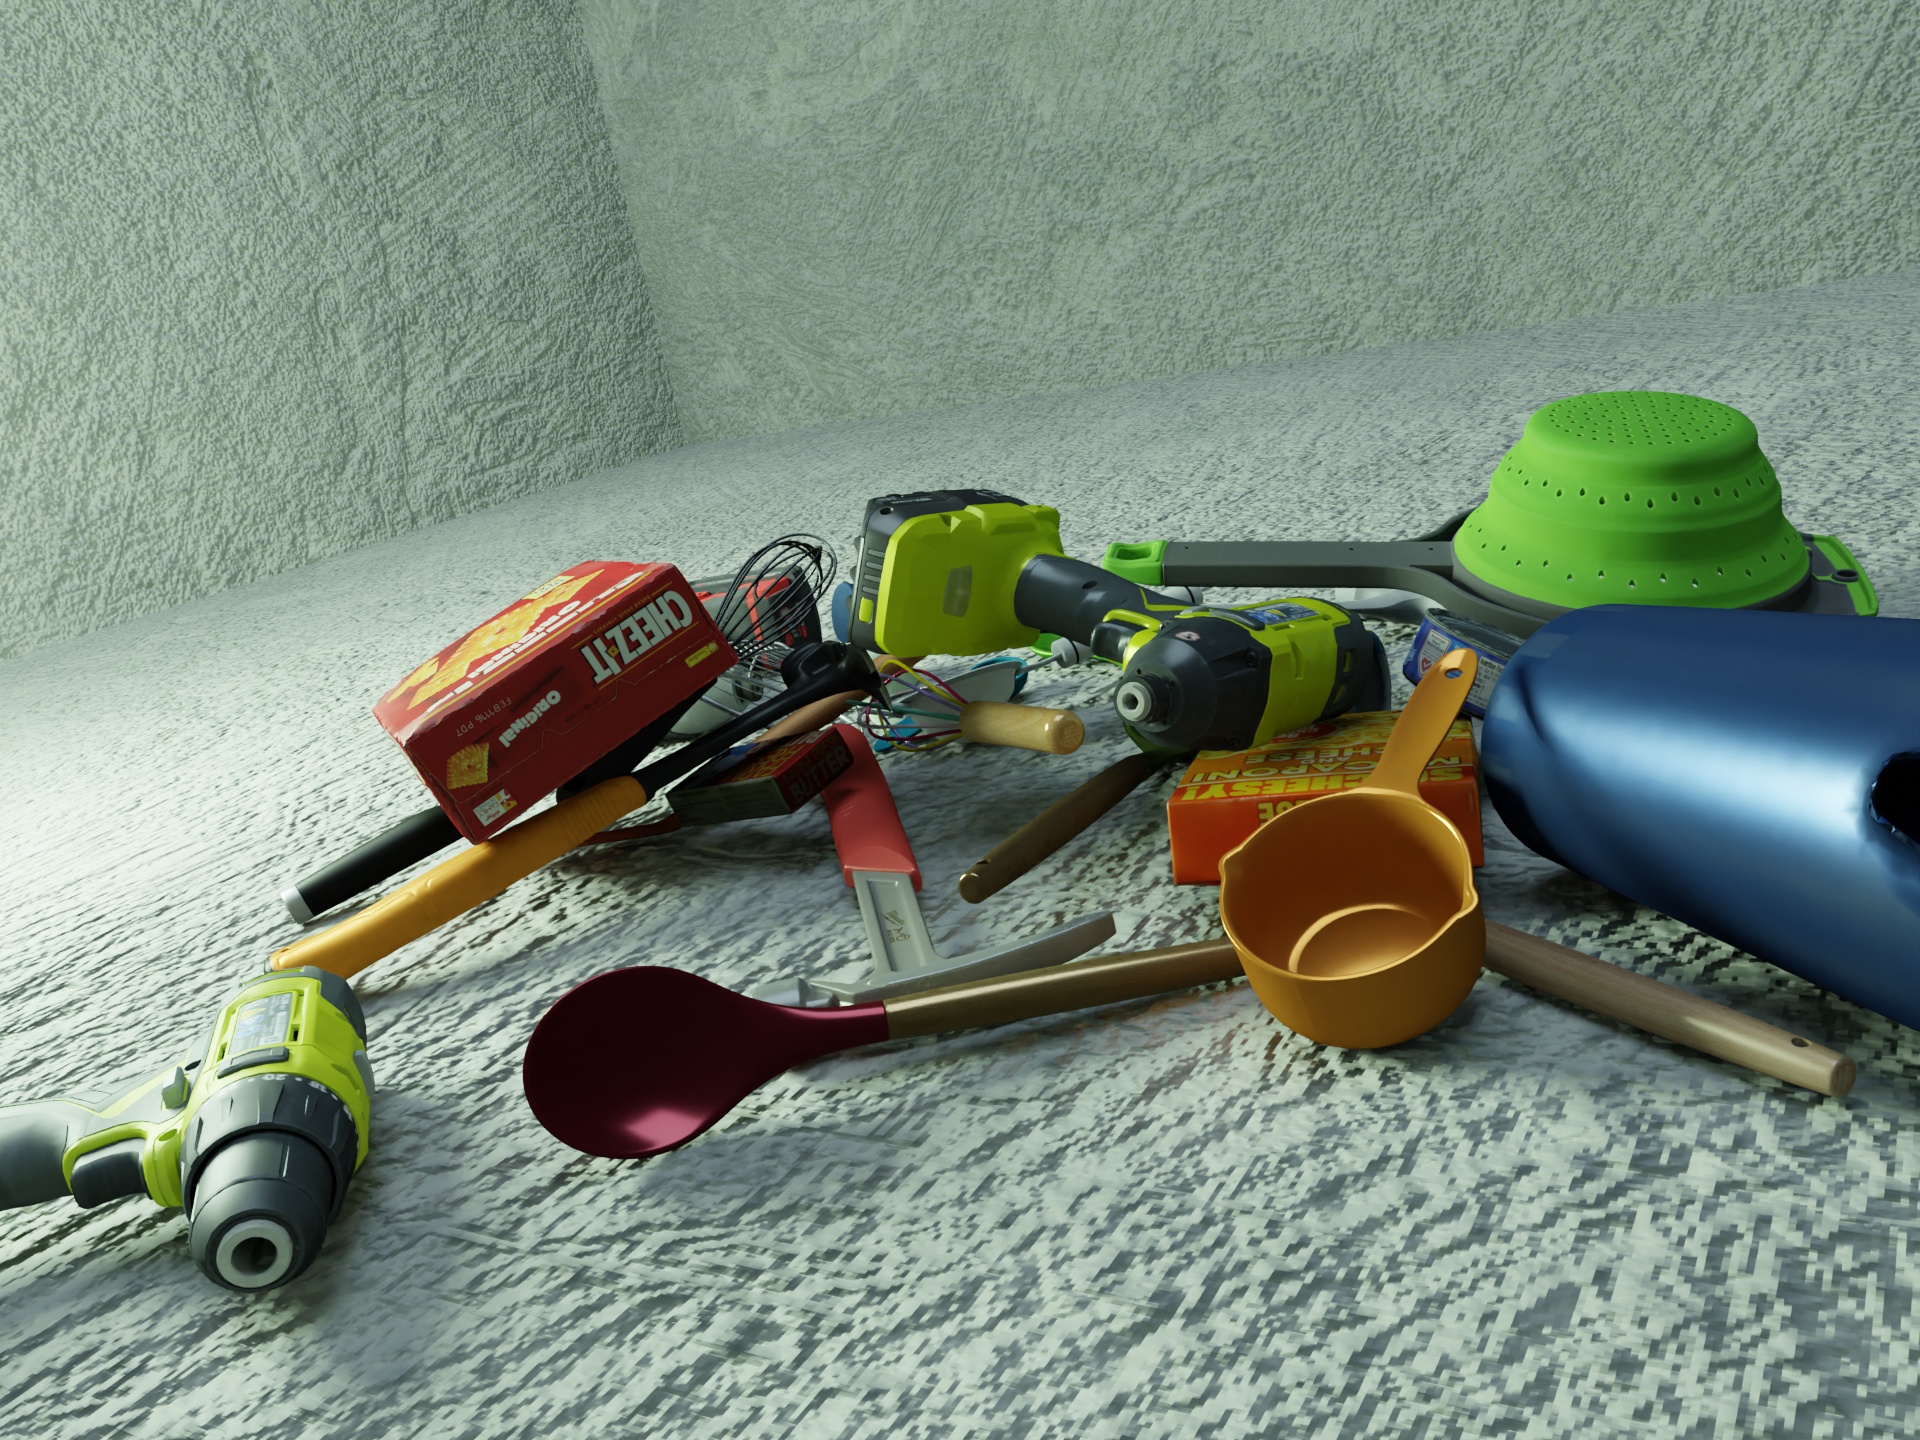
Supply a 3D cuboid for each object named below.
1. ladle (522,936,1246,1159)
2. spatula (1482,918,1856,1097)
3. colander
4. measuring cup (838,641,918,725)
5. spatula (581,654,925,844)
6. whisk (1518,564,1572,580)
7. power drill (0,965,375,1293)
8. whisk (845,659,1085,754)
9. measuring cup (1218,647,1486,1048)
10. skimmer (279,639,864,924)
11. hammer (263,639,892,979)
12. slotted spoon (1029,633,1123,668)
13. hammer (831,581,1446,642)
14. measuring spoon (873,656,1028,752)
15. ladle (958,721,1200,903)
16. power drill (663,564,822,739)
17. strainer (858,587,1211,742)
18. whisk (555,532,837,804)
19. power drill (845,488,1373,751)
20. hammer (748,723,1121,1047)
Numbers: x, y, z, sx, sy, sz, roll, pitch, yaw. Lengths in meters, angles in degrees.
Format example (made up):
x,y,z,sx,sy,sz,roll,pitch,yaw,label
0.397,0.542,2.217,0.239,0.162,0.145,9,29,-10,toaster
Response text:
x,y,z,sx,sy,sz,roll,pitch,yaw,label
-0.003,0.107,0.601,0.315,0.069,0.031,-8,-3,-8,ladle
0.190,0.080,0.605,0.059,0.018,0.316,-16,16,-23,spatula
0.272,-0.117,0.854,0.397,0.094,0.205,2,29,15,colander
-0.062,-0.028,1.104,0.083,0.038,0.168,-14,14,-9,measuring cup
-0.117,0.006,0.945,0.322,0.041,0.081,-35,7,-22,spatula
0.331,-0.039,0.854,0.070,0.070,0.285,-7,22,16,whisk
-0.329,0.169,0.569,0.228,0.080,0.191,-14,16,-16,power drill
-0.002,-0.005,0.841,0.051,0.047,0.245,23,-6,-24,whisk
0.162,0.045,0.588,0.095,0.052,0.174,7,45,37,measuring cup
-0.229,0.048,0.986,0.363,0.090,0.127,-30,35,-22,skimmer
-0.192,0.051,0.811,0.337,0.034,0.127,-30,14,-15,hammer
0.119,-0.032,1.018,0.070,0.031,0.314,-17,19,-16,slotted spoon
0.124,-0.066,0.948,0.405,0.035,0.144,-2,13,-23,hammer
-0.005,-0.004,1.039,0.128,0.021,0.042,-33,33,-30,measuring spoon
0.072,0.018,0.763,0.078,0.062,0.320,-9,9,29,ladle
-0.188,-0.046,1.200,0.143,0.078,0.220,-6,20,18,power drill
0.060,-0.038,1.002,0.258,0.050,0.087,-25,-6,-18,strainer
-0.159,-0.032,0.959,0.055,0.055,0.239,7,48,49,whisk
0.059,-0.046,0.752,0.223,0.080,0.171,22,22,35,power drill
-0.033,0.063,0.787,0.149,0.036,0.359,-13,17,-5,hammer
